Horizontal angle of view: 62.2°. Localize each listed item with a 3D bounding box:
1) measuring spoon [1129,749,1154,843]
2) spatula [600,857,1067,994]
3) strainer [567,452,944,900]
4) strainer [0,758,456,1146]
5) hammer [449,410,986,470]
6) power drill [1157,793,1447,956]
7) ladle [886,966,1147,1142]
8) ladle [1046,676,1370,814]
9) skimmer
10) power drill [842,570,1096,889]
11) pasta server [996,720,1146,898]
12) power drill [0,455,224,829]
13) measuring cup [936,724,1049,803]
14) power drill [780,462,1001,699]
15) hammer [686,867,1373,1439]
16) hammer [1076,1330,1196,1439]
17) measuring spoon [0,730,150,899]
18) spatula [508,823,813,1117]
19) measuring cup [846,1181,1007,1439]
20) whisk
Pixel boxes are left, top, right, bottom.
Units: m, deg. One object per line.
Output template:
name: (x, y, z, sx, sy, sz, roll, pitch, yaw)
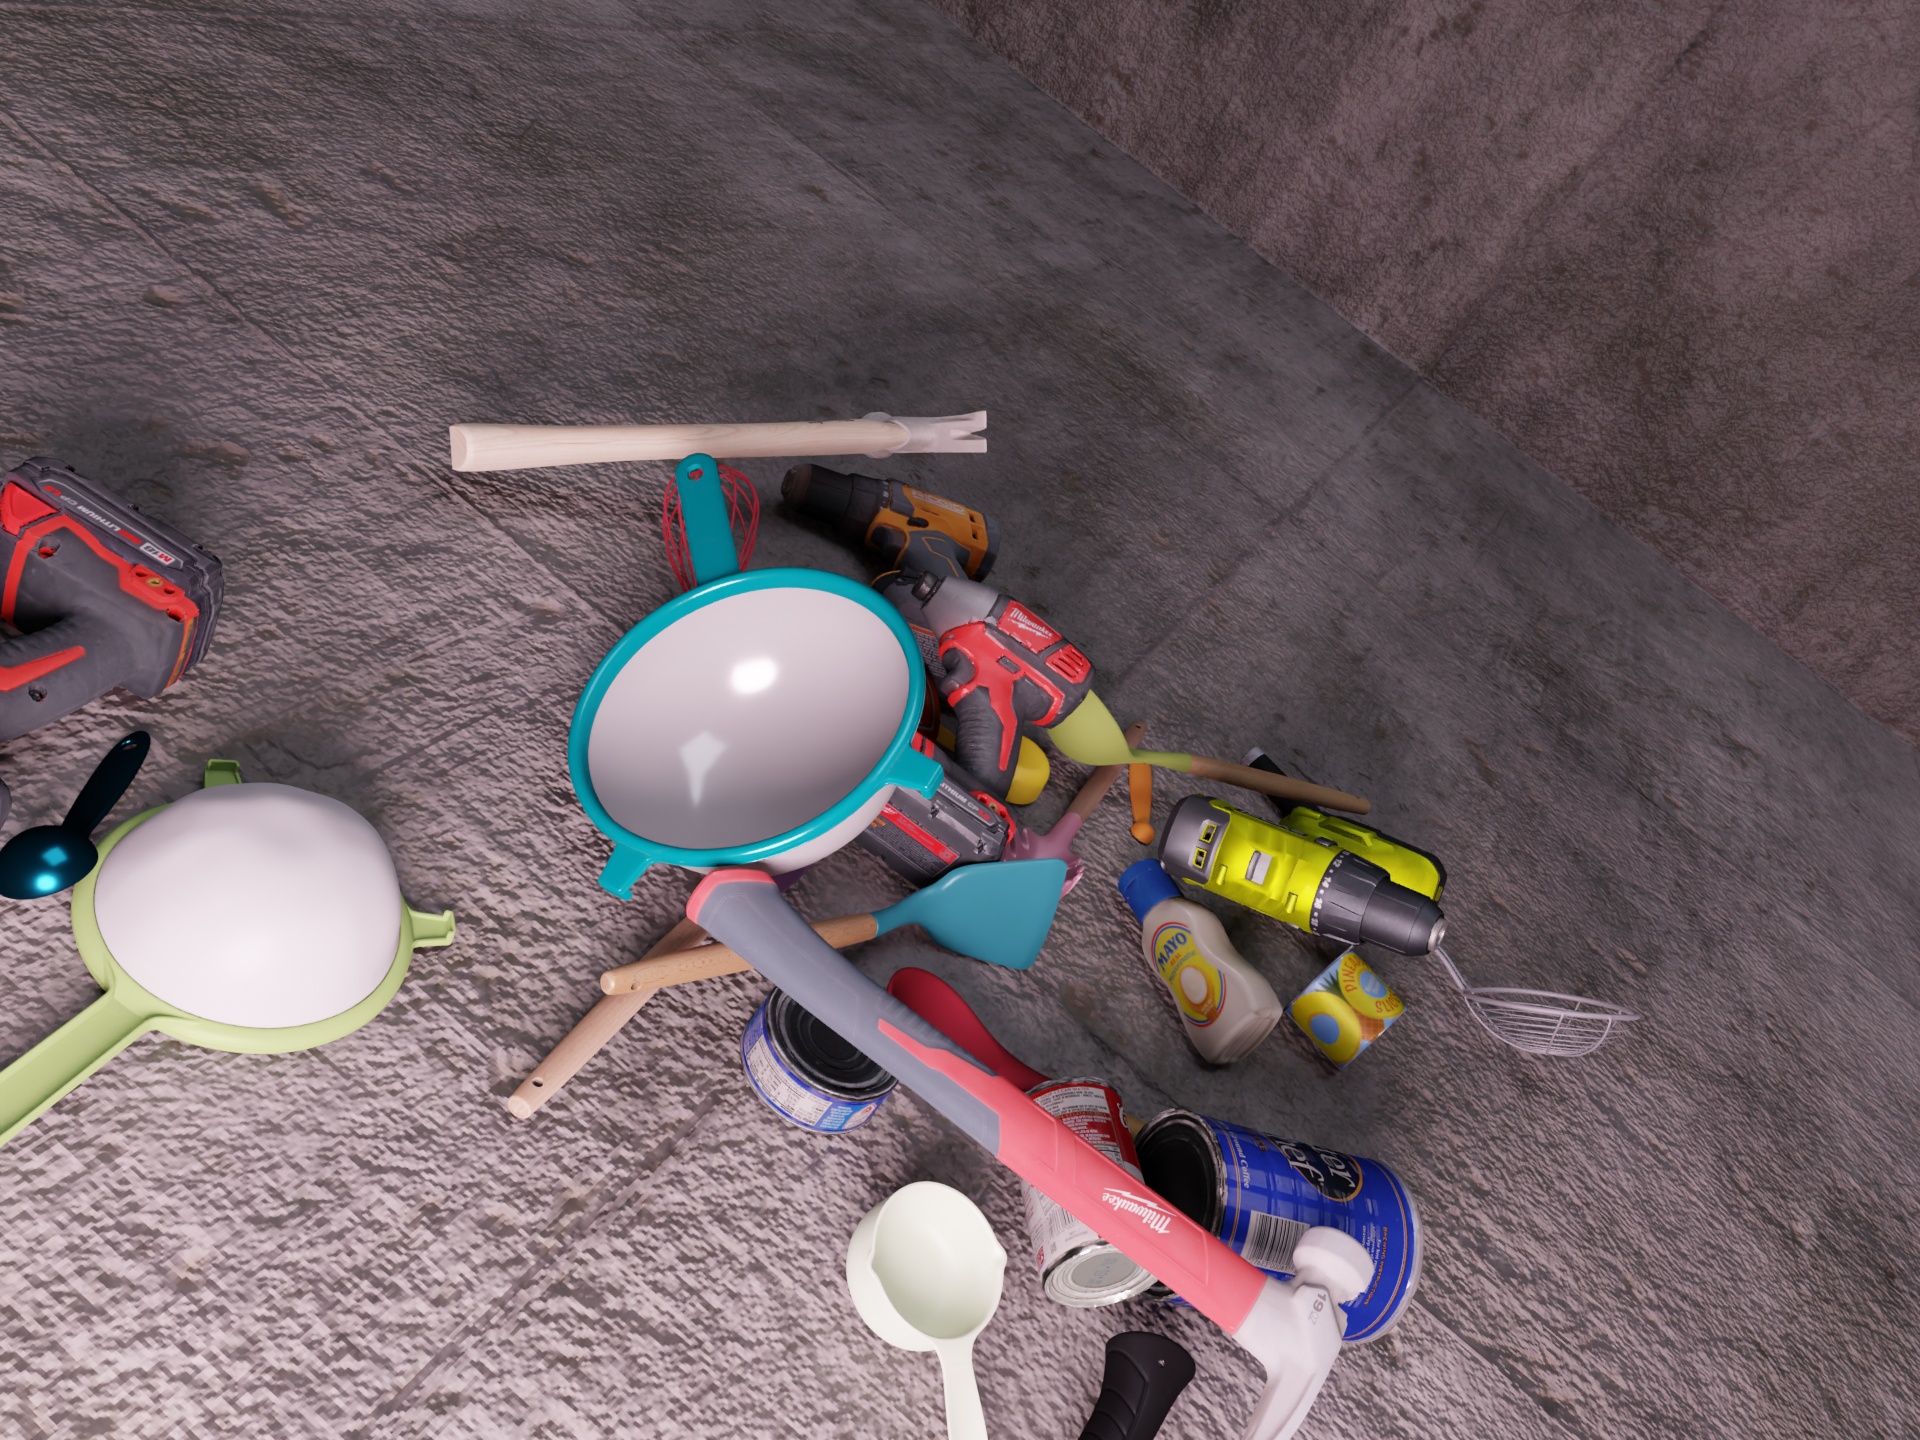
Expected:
measuring spoon: (0.144, 0.056, 1.250, 0.021, 0.011, 0.117, 27, 32, -13)
spatula: (-0.064, 0.126, 0.910, 0.317, 0.082, 0.044, -6, 31, -46)
strainer: (-0.130, -0.029, 0.976, 0.211, 0.095, 0.341, -19, 49, 1)
strainer: (-0.337, 0.096, 0.691, 0.151, 0.069, 0.256, 35, 30, 0)
hammer: (-0.170, -0.207, 1.172, 0.410, 0.038, 0.146, -10, 13, -39)
power drill: (0.265, 0.114, 1.124, 0.191, 0.080, 0.228, 21, 5, 29)
ladle: (0.086, 0.235, 0.945, 0.315, 0.031, 0.069, 29, 35, -13)
ladle: (0.202, 0.027, 1.243, 0.320, 0.062, 0.078, 14, 11, -27)
skimmer: (0.379, 0.133, 1.292, 0.363, 0.090, 0.127, 48, 18, 22)
power drill: (-0.002, -0.003, 1.066, 0.143, 0.078, 0.220, 37, 47, -10)
pasta server: (0.094, 0.057, 1.178, 0.060, 0.040, 0.316, 29, 30, 9)
power drill: (-0.479, -0.036, 0.733, 0.188, 0.080, 0.227, 32, 35, -5)
measuring cup: (-0.003, 0.005, 1.164, 0.156, 0.029, 0.062, 34, 32, -1)
power drill: (-0.048, -0.120, 1.245, 0.185, 0.084, 0.226, 18, 32, -21)
hammer: (0.011, 0.206, 0.786, 0.386, 0.038, 0.143, 35, 51, 12)
hammer: (0.029, 0.383, 0.671, 0.146, 0.035, 0.335, 40, 35, 9)
measuring spoon: (-0.409, 0.035, 0.739, 0.042, 0.021, 0.129, -4, 34, 0)
spatula: (-0.155, 0.120, 0.880, 0.060, 0.018, 0.316, 27, 30, 8)
measuring cup: (-0.012, 0.308, 0.758, 0.083, 0.038, 0.168, 10, 56, -36)
whisk: (-0.174, -0.078, 1.093, 0.073, 0.073, 0.296, 18, 42, -25)
